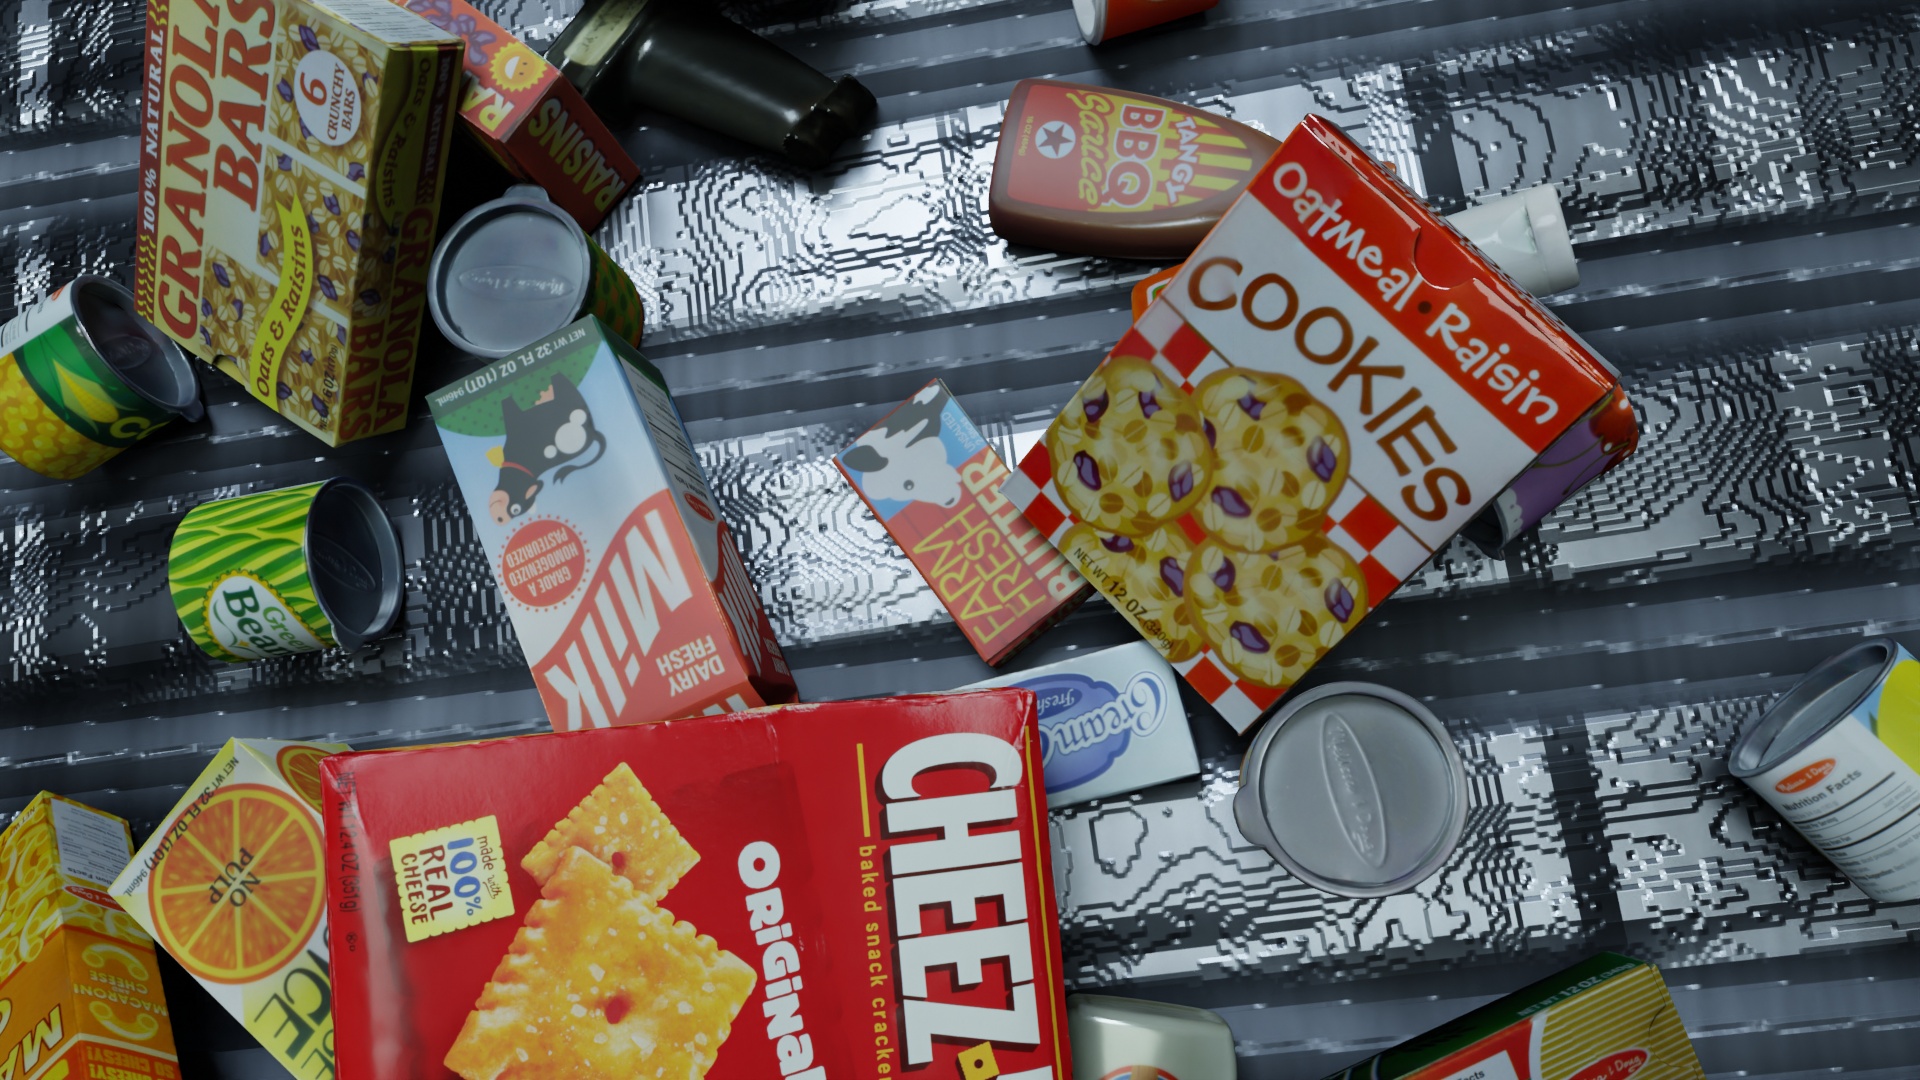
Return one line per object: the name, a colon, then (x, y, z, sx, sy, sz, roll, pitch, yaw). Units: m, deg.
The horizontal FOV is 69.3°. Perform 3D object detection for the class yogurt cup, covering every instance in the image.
yogurt cup: (0.072, -0.234, 0.546, 0.054, 0.072, 0.072, -10, 78, -2)

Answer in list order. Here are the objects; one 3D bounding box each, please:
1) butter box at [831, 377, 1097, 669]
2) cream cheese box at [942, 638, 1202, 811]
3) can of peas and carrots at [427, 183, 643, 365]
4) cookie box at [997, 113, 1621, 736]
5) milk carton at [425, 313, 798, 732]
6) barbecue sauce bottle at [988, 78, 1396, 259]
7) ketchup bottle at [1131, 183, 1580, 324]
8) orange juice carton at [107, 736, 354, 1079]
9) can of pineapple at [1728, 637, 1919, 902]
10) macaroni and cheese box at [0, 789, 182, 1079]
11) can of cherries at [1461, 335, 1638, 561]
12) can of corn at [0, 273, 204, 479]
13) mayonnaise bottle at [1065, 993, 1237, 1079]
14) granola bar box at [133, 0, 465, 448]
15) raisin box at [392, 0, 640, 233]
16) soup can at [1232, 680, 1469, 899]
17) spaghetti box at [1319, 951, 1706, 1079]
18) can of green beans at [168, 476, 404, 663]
butter box: (0.002, -0.007, 0.532, 0.053, 0.024, 0.103, -37, 77, -1)
cream cheese box: (0.033, 0.073, 0.512, 0.104, 0.024, 0.053, -15, 79, 5)
can of peas and carrots: (-0.168, -0.098, 0.556, 0.071, 0.058, 0.071, -1, 79, 8)
cookie box: (0.108, -0.035, 0.462, 0.123, 0.040, 0.166, 46, 120, 11)
milk carton: (-0.121, 0.021, 0.519, 0.072, 0.073, 0.191, -26, 77, 2)
barbecue sauce bottle: (0.089, -0.137, 0.535, 0.148, 0.043, 0.065, 11, 77, 10)
ketchup bottle: (0.138, -0.085, 0.495, 0.148, 0.043, 0.065, -16, 77, 24)
orange juice carton: (-0.201, 0.158, 0.505, 0.193, 0.073, 0.072, 37, 87, 12)
can of pineapple: (0.301, 0.073, 0.453, 0.071, 0.071, 0.058, -44, 78, -1)
macaroni and cheese box: (-0.346, 0.189, 0.496, 0.124, 0.040, 0.167, -49, 45, -2)
can of cherries: (0.194, -0.037, 0.491, 0.058, 0.071, 0.071, -36, 77, 0)
can of corn: (-0.363, -0.065, 0.576, 0.058, 0.071, 0.071, -31, 77, 2)
mayonnaise bottle: (0.056, 0.234, 0.469, 0.065, 0.041, 0.148, 6, 80, 2)
granola bar box: (-0.262, -0.137, 0.539, 0.124, 0.039, 0.164, 31, 120, 17)
raisin box: (-0.199, -0.187, 0.564, 0.123, 0.086, 0.040, 37, 85, 13)
soup can: (0.125, 0.084, 0.466, 0.071, 0.083, 0.071, -2, 79, 8)
spaghetti box: (0.118, 0.203, 0.444, 0.250, 0.028, 0.050, -20, 85, -9)
can of green beans: (-0.263, 0.012, 0.545, 0.058, 0.071, 0.071, -10, 78, 7)
